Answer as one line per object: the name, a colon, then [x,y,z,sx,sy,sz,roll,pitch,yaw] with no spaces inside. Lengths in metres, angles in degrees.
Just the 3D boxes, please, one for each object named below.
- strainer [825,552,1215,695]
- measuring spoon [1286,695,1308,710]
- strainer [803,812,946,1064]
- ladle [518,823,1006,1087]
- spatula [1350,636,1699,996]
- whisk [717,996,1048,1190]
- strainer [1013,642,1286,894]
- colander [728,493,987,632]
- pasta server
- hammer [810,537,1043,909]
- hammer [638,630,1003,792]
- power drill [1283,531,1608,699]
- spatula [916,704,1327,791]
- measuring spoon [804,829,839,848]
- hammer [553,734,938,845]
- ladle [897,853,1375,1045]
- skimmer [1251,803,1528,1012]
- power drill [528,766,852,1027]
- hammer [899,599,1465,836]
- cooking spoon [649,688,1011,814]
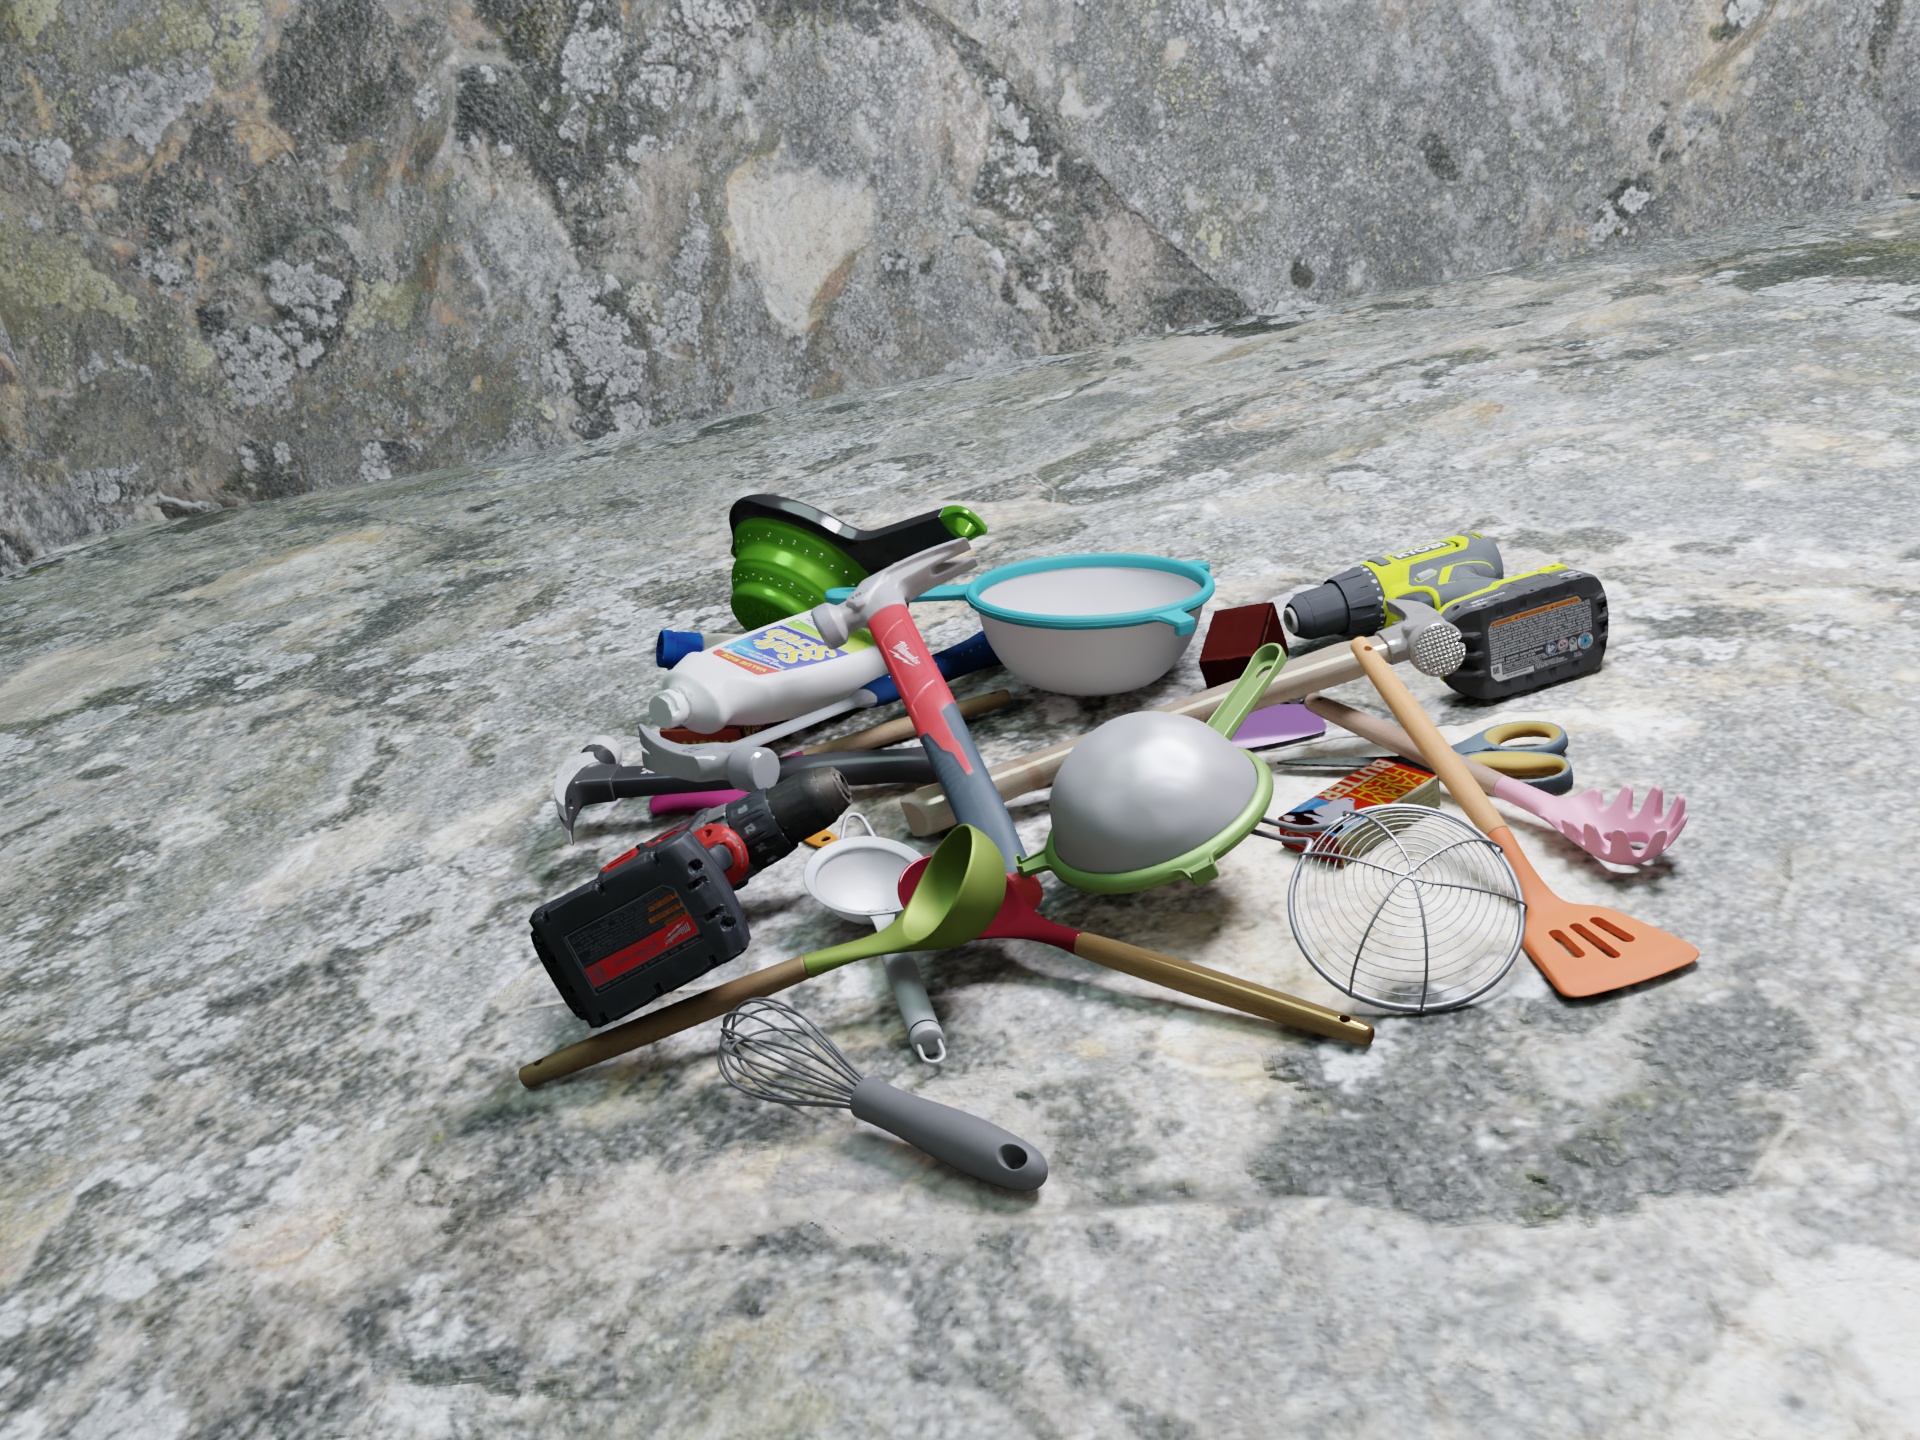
strainer: [0.050,-0.075,1.378,0.340,0.095,0.211,0,20,13]
measuring spoon: [0.259,-0.029,1.297,0.034,0.018,0.124,-27,30,-4]
strainer: [-0.046,0.139,1.002,0.087,0.050,0.259,-4,25,-13]
ladle: [-0.121,0.146,0.946,0.320,0.062,0.078,-22,23,3]
spatula: [0.314,0.046,0.961,0.081,0.041,0.323,-15,44,-8]
whisk: [-0.048,0.200,0.849,0.239,0.055,0.055,14,33,39]
strainer: [0.141,0.006,1.022,0.151,0.069,0.256,-2,34,43]
colander: [-0.114,-0.131,1.514,0.397,0.204,0.094,-7,48,55]
pasta server: [0.336,0.028,1.049,0.060,0.040,0.316,-23,28,-22]
hammer: [-0.002,-0.004,1.169,0.143,0.038,0.387,-27,40,0]
hammer: [-0.091,-0.017,1.324,0.144,0.035,0.405,7,18,34]
power drill: [0.388,-0.088,1.288,0.190,0.080,0.229,-16,19,-11]
spatula: [0.121,0.027,1.218,0.316,0.018,0.060,-12,28,-2]
measuring spoon: [-0.124,0.078,1.228,0.021,0.011,0.117,-23,24,-26]
hammer: [-0.161,0.045,1.266,0.335,0.035,0.146,-4,22,7]
ladle: [0.092,0.136,0.927,0.316,0.031,0.069,14,41,36]
skimmer: [0.198,0.089,1.006,0.127,0.090,0.363,-41,18,-14]
power drill: [-0.164,0.099,1.024,0.188,0.080,0.227,-28,6,6]
hammer: [0.153,0.000,1.169,0.410,0.038,0.146,-20,11,6]
cooking spoon: [-0.108,0.025,1.344,0.319,0.017,0.069,-17,22,-9]
